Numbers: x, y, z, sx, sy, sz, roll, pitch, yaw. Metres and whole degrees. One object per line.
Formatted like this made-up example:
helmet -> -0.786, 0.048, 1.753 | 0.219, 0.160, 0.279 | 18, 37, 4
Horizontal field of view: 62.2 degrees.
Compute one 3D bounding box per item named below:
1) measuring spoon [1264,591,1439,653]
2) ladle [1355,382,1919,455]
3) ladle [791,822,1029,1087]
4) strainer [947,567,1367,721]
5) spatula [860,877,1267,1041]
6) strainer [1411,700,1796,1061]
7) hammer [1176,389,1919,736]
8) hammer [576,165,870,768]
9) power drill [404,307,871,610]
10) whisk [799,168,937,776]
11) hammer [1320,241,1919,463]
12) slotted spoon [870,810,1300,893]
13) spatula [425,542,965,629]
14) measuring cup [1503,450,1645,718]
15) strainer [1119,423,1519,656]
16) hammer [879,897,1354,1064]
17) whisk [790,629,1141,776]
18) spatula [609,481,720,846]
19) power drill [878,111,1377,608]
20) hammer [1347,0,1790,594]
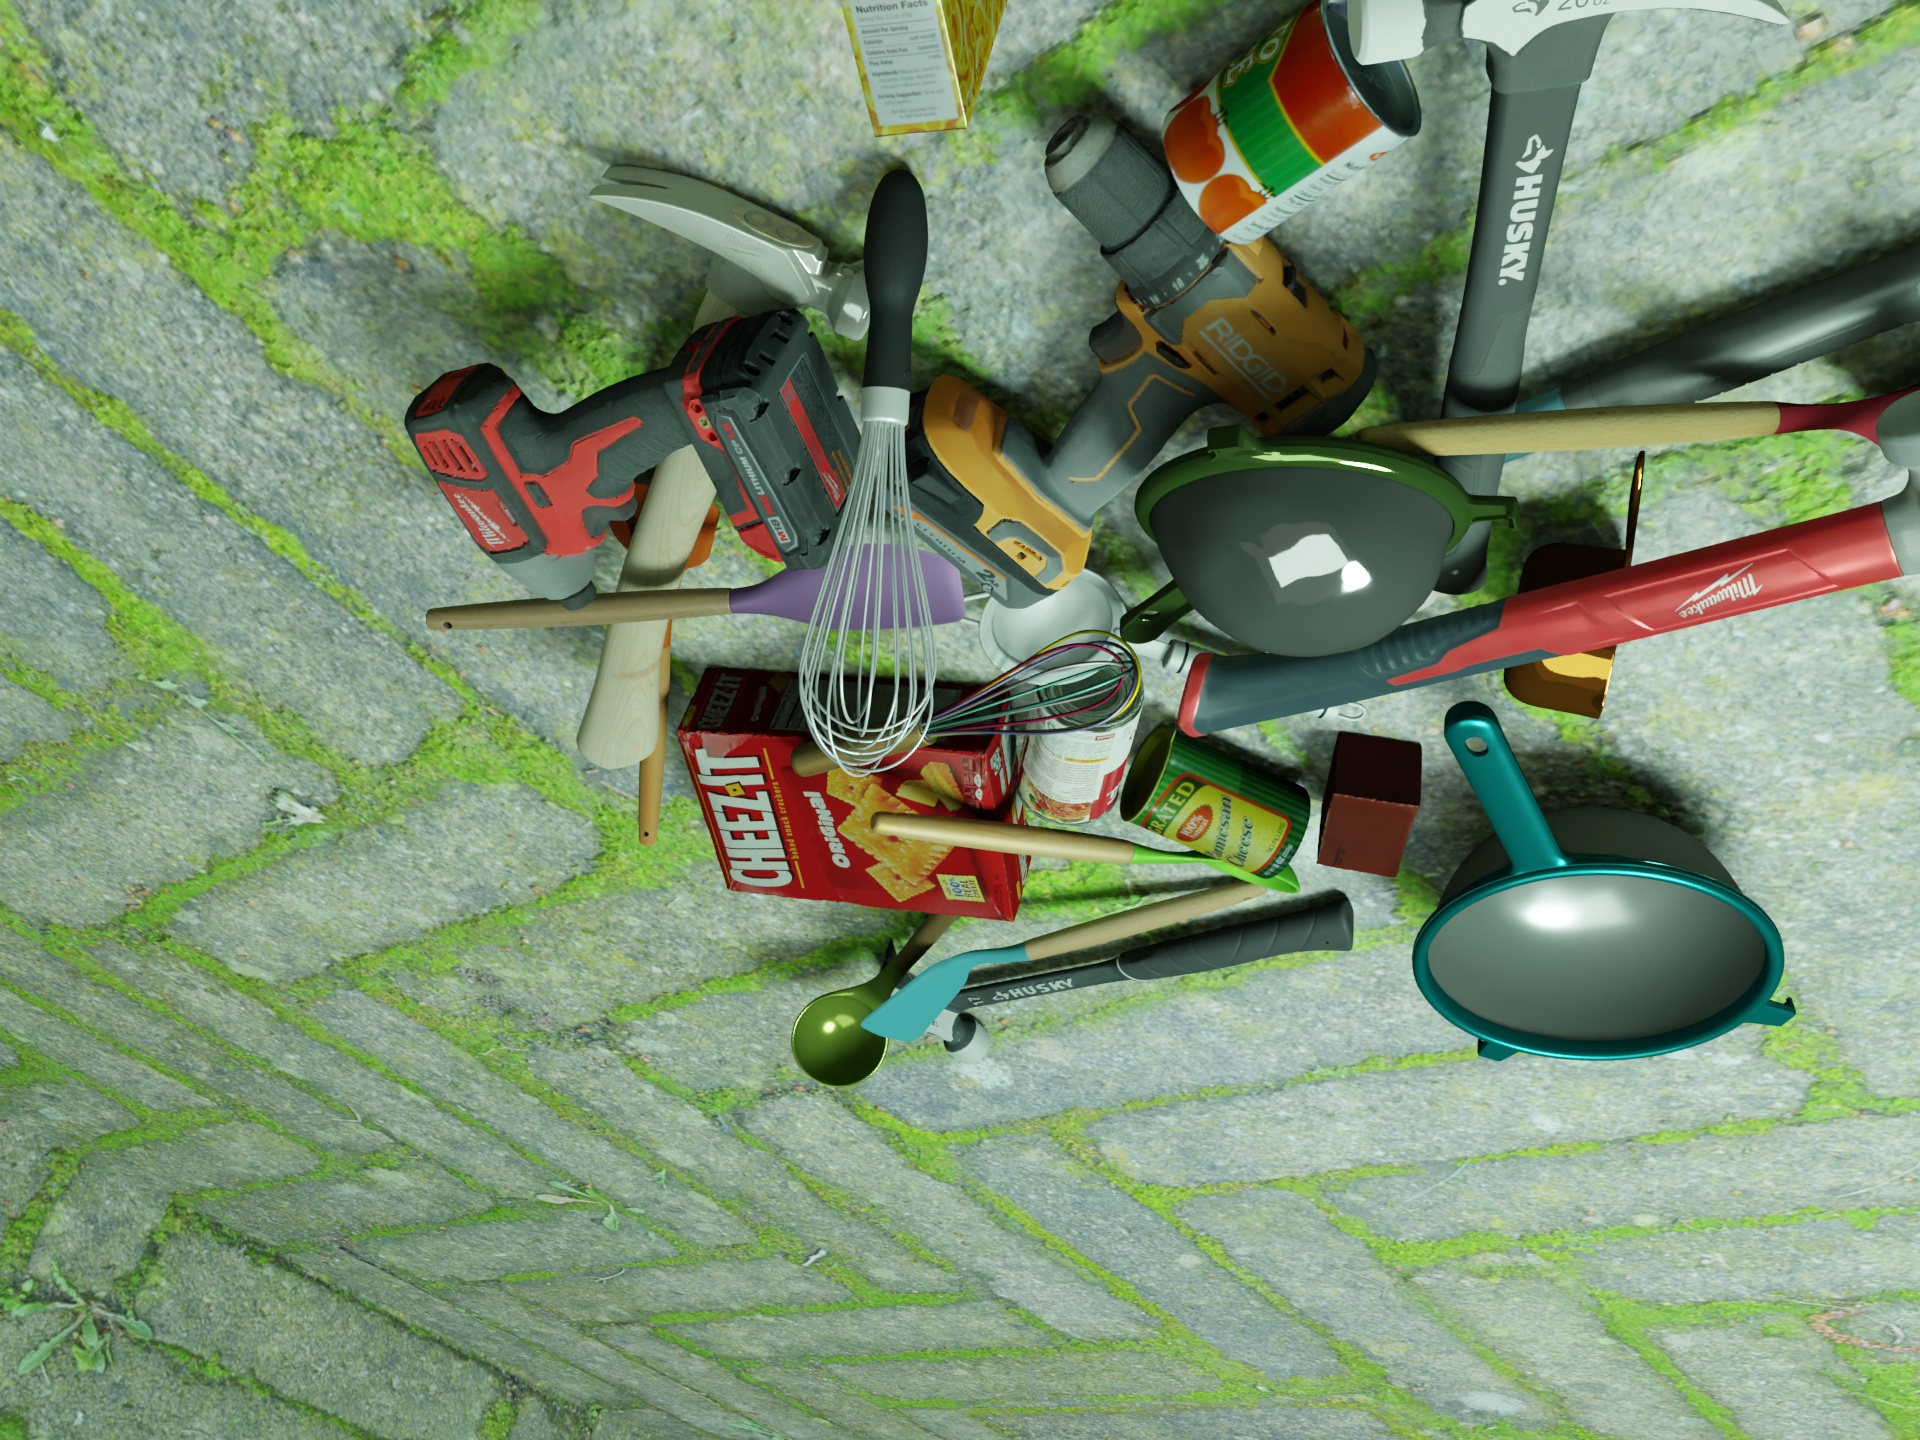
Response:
measuring spoon -> 0.218, -0.053, 0.900 | 0.034, 0.018, 0.124 | 34, 139, -22
ladle -> 0.326, -0.128, 0.690 | 0.315, 0.031, 0.069 | -4, 158, -4
ladle -> -0.037, 0.179, 1.210 | 0.078, 0.062, 0.320 | 36, 128, -3
strainer -> 0.117, -0.040, 0.929 | 0.258, 0.050, 0.086 | 17, 128, -7
spatula -> 0.076, 0.173, 1.170 | 0.317, 0.044, 0.082 | -20, 152, 22
strainer -> 0.358, 0.079, 0.957 | 0.211, 0.095, 0.340 | -16, 131, 30
hammer -> 0.281, -0.033, 0.757 | 0.386, 0.038, 0.143 | -15, 118, 37
hammer -> -0.174, -0.114, 0.904 | 0.146, 0.038, 0.410 | 23, 134, -7
power drill -> -0.165, -0.125, 0.817 | 0.220, 0.079, 0.143 | -5, 130, 25
whisk -> -0.037, -0.115, 0.748 | 0.070, 0.284, 0.070 | 4, -178, 0
hammer -> 0.300, -0.149, 0.743 | 0.331, 0.033, 0.128 | -18, 132, 35
slotted spoon -> 0.088, 0.082, 1.028 | 0.313, 0.031, 0.070 | 9, 175, -25
spatula -> -0.155, -0.068, 0.903 | 0.316, 0.018, 0.059 | -3, 131, 10
measuring cup -> 0.302, -0.072, 0.785 | 0.052, 0.095, 0.173 | 10, 148, 21
strainer -> 0.135, -0.056, 0.769 | 0.151, 0.069, 0.256 | 11, 163, -17
hammer -> 0.115, 0.189, 1.224 | 0.409, 0.036, 0.149 | -19, 130, 35
whisk -> -0.002, -0.005, 0.937 | 0.245, 0.051, 0.047 | -15, 115, 31
spatula -> -0.200, -0.028, 1.032 | 0.081, 0.041, 0.322 | 14, 130, 2
power drill -> 0.056, -0.168, 0.768 | 0.185, 0.084, 0.226 | 38, 133, -25
hammer -> 0.230, -0.168, 0.669 | 0.146, 0.035, 0.334 | -7, 144, 5
